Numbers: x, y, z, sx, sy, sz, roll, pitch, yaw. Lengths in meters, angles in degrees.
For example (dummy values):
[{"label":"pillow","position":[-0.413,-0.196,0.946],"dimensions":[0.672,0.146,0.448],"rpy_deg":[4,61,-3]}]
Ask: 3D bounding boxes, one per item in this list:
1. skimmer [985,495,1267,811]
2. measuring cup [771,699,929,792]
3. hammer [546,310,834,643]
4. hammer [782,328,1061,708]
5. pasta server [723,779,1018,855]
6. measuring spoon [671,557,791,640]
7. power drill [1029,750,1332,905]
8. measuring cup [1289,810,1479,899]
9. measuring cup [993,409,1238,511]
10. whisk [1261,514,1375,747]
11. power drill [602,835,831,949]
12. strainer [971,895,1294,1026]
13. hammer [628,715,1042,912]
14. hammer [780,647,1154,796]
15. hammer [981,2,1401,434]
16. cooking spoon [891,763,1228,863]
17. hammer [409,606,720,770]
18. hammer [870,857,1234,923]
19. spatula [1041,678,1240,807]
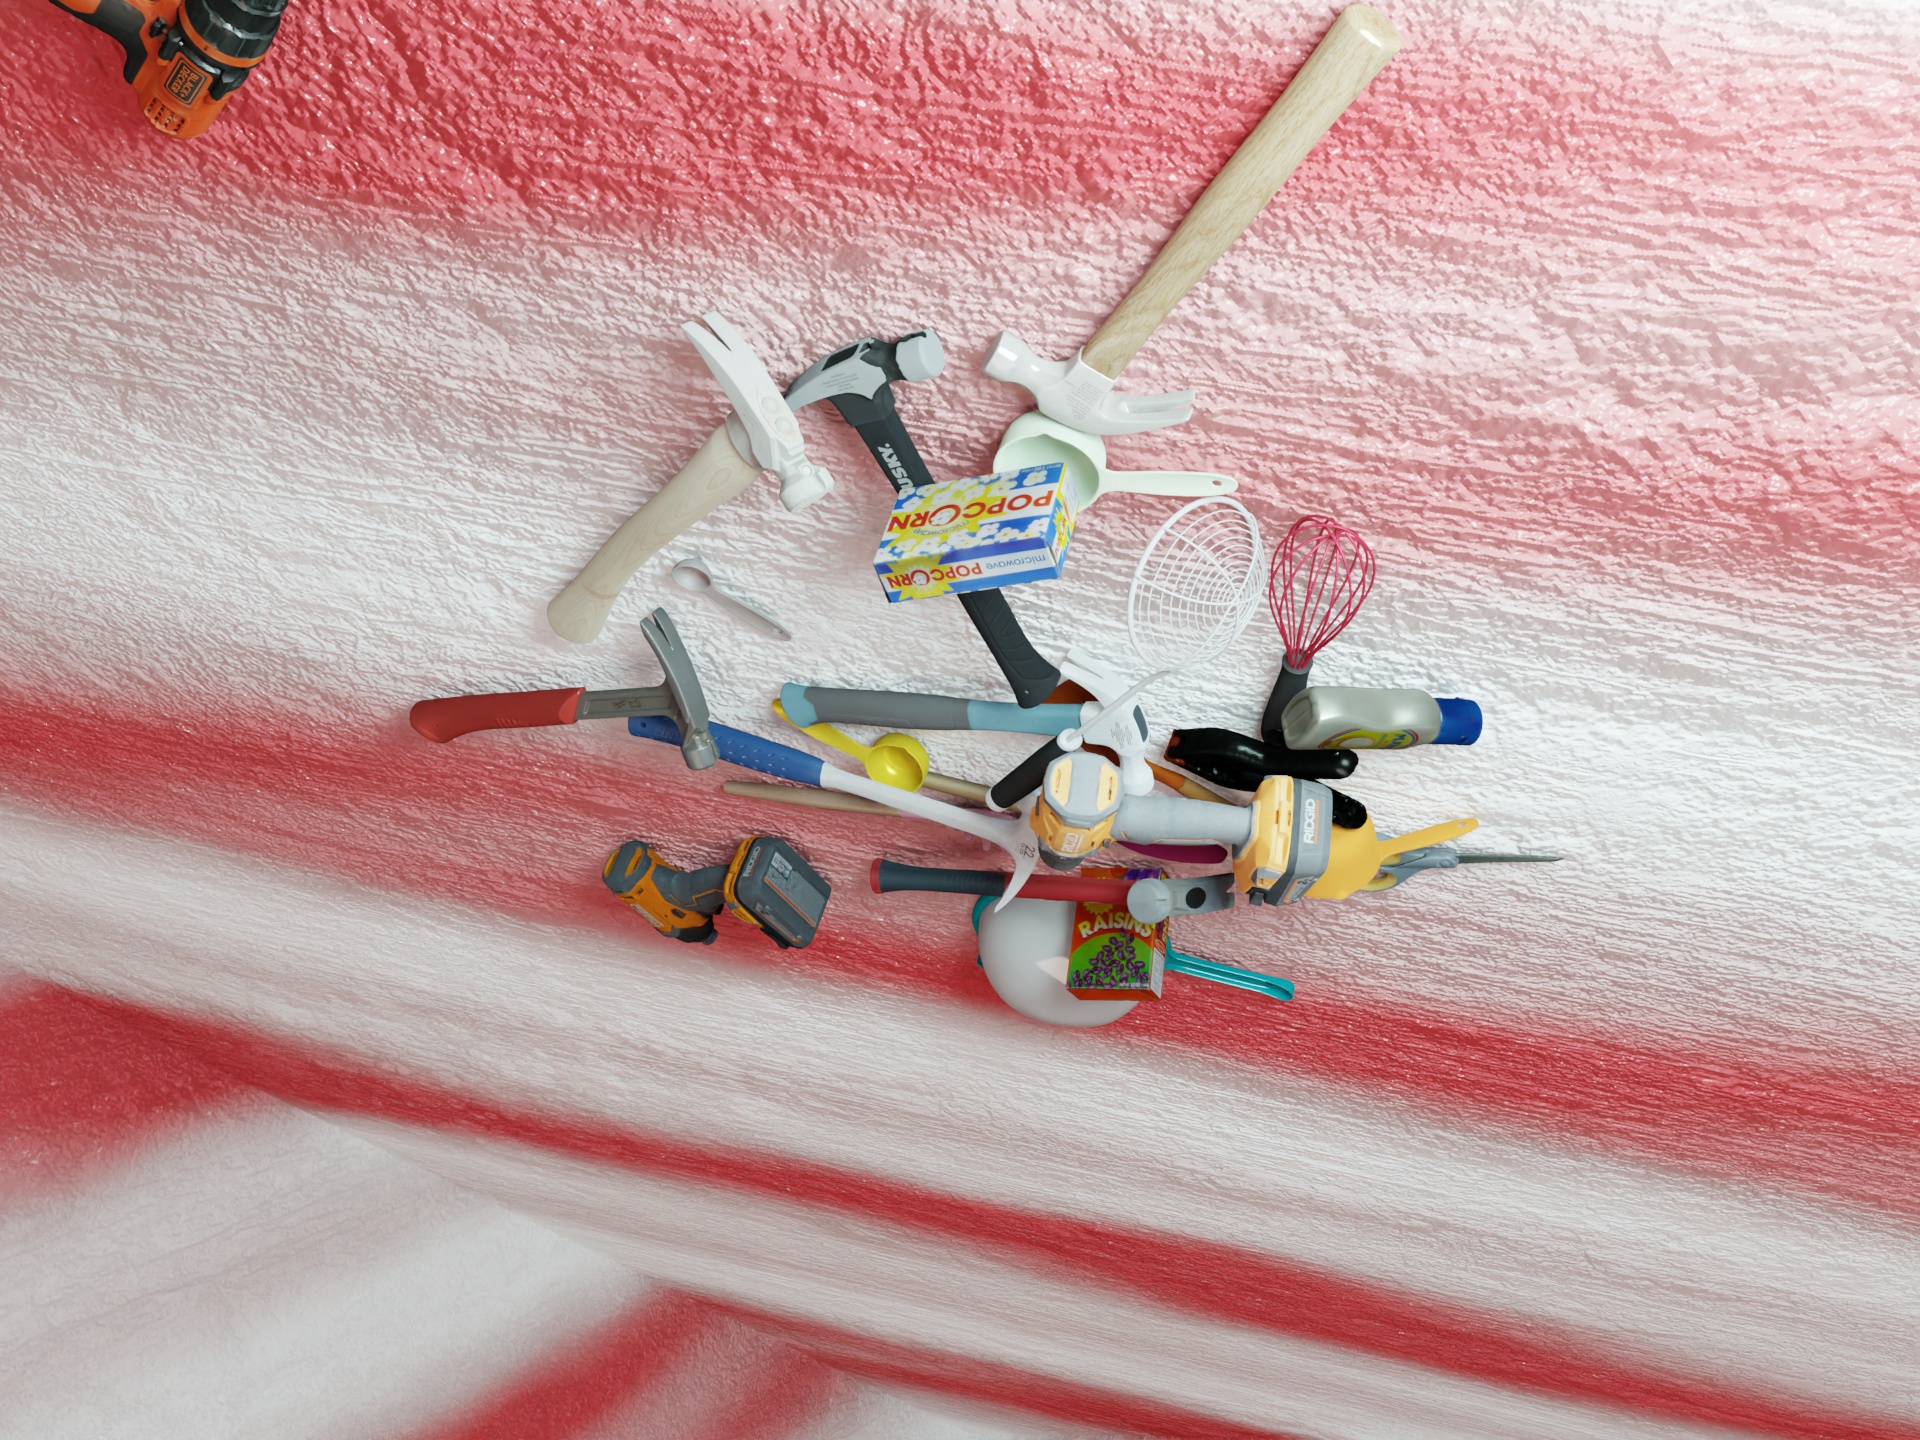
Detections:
[{"label":"skimmer","position":[0.105,-0.037,1.218],"dimensions":[0.127,0.090,0.363],"rpy_deg":[-14,162,-36]},{"label":"measuring cup","position":[-0.099,0.014,1.450],"dimensions":[0.156,0.029,0.062],"rpy_deg":[28,131,4]},{"label":"hammer","position":[-0.242,-0.158,1.231],"dimensions":[0.410,0.038,0.146],"rpy_deg":[-28,96,52]},{"label":"hammer","position":[-0.014,-0.132,1.175],"dimensions":[0.146,0.035,0.334],"rpy_deg":[-8,132,30]},{"label":"pasta server","position":[-0.082,0.090,1.531],"dimensions":[0.316,0.040,0.060],"rpy_deg":[7,179,16]},{"label":"measuring spoon","position":[-0.189,-0.102,1.334],"dimensions":[0.034,0.018,0.124],"rpy_deg":[-21,138,40]},{"label":"power drill","position":[0.168,0.093,1.288],"dimensions":[0.226,0.084,0.185],"rpy_deg":[8,158,0]},{"label":"measuring cup","position":[0.349,0.092,1.345],"dimensions":[0.173,0.095,0.052],"rpy_deg":[-16,123,8]},{"label":"measuring cup","position":[0.107,-0.177,1.092],"dimensions":[0.167,0.038,0.083],"rpy_deg":[5,144,11]},{"label":"whisk","position":[0.255,-0.054,1.188],"dimensions":[0.073,0.073,0.295],"rpy_deg":[10,151,8]},{"label":"power drill","position":[-0.254,0.193,1.705],"dimensions":[0.226,0.084,0.164],"rpy_deg":[-5,140,34]},{"label":"strainer","position":[0.168,0.270,1.629],"dimensions":[0.340,0.095,0.210],"rpy_deg":[13,145,7]},{"label":"hammer","position":[-0.115,0.057,1.442],"dimensions":[0.405,0.035,0.144],"rpy_deg":[17,126,13]},{"label":"hammer","position":[-0.002,-0.004,1.354],"dimensions":[0.331,0.033,0.128],"rpy_deg":[4,127,23]},{"label":"hammer","position":[0.142,-0.281,0.940],"dimensions":[0.130,0.031,0.331],"rpy_deg":[27,143,-14]},{"label":"cooking spoon","position":[0.091,0.086,1.473],"dimensions":[0.319,0.017,0.068],"rpy_deg":[14,155,2]},{"label":"hammer","position":[-0.386,-0.020,1.480],"dimensions":[0.359,0.037,0.149],"rpy_deg":[-2,117,32]},{"label":"hammer","position":[0.070,0.156,1.515],"dimensions":[0.386,0.038,0.143],"rpy_deg":[-1,179,41]},{"label":"spatula","position":[0.209,0.057,1.386],"dimensions":[0.322,0.041,0.081],"rpy_deg":[30,141,-26]}]
